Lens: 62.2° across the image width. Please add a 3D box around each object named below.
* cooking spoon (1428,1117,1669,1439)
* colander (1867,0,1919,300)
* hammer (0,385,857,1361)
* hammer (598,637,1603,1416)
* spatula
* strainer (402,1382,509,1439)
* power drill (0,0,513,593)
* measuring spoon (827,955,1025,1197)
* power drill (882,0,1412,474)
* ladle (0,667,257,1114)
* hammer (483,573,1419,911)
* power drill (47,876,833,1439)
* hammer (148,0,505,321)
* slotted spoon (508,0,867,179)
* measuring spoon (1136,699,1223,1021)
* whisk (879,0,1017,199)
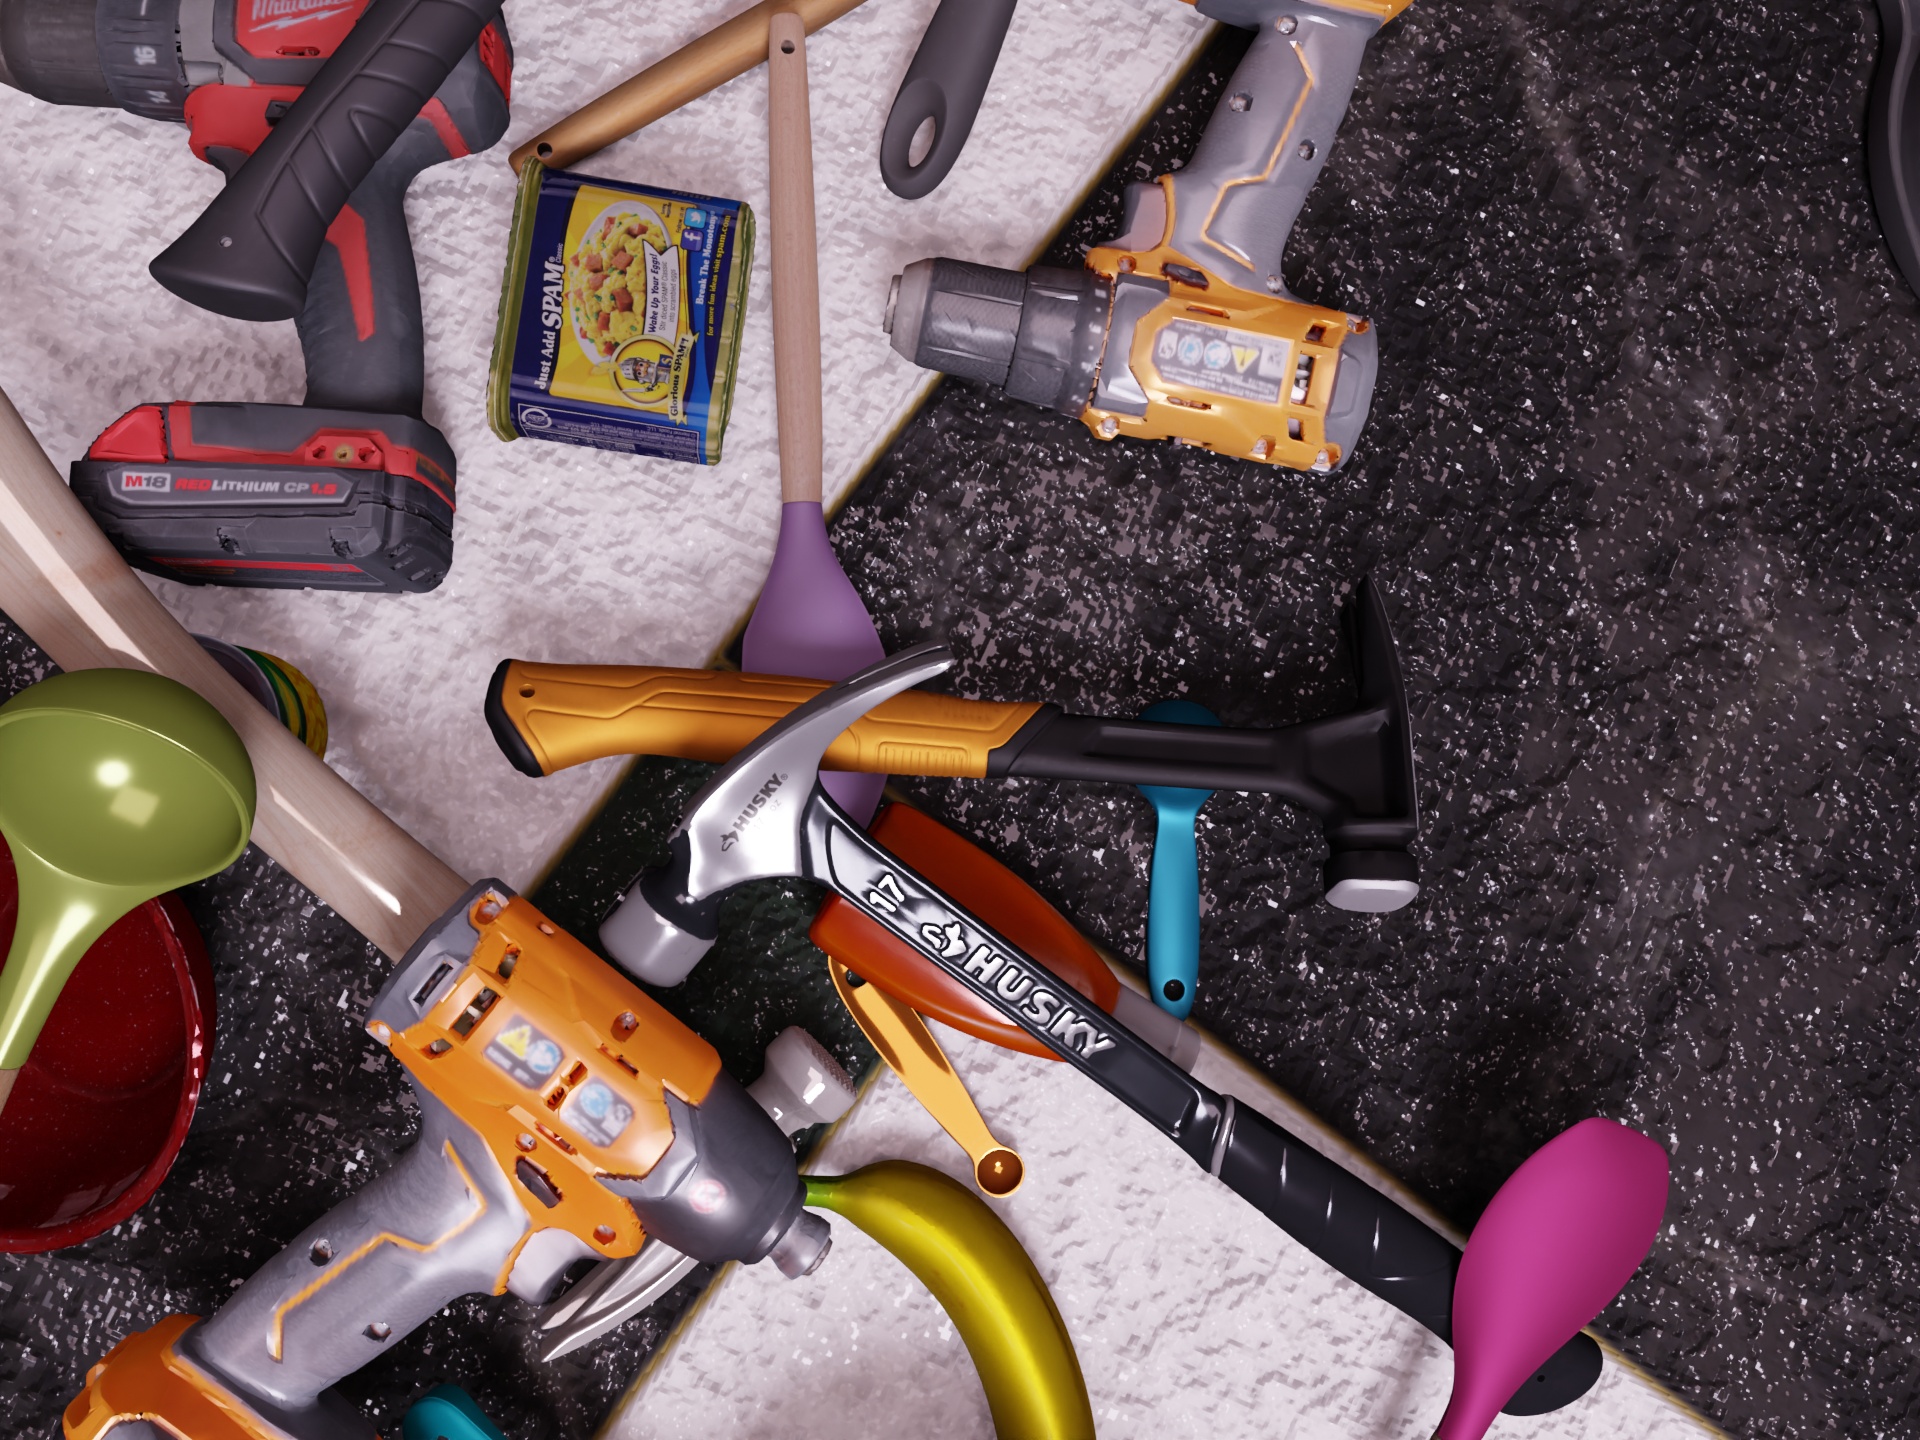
[{"bbox_3d":[0.171,0.289,0.588,0.068,0.017,0.319,25,97,-14],"label":"cooking spoon"},{"bbox_3d":[0.423,-0.295,0.626,0.397,0.094,0.204,44,85,-2],"label":"colander"},{"bbox_3d":[-0.221,0.043,0.534,0.146,0.038,0.410,-43,107,-5],"label":"hammer"},{"bbox_3d":[0.081,0.133,0.567,0.408,0.036,0.149,37,100,-14],"label":"hammer"},{"bbox_3d":[-0.059,-0.109,0.610,0.059,0.018,0.316,-3,92,-9],"label":"spatula"},{"bbox_3d":[-0.048,0.338,0.562,0.340,0.095,0.211,37,105,11],"label":"strainer"},{"bbox_3d":[-0.264,-0.166,0.575,0.188,0.080,0.227,2,84,-2],"label":"power drill"},{"bbox_3d":[-0.014,0.134,0.614,0.021,0.011,0.117,-37,87,-4],"label":"measuring spoon"},{"bbox_3d":[0.077,-0.218,0.598,0.185,0.084,0.226,10,96,-4],"label":"power drill"},{"bbox_3d":[-0.304,0.130,0.478,0.078,0.062,0.320,25,93,-21],"label":"ladle"},{"bbox_3d":[-0.001,-0.002,0.585,0.337,0.034,0.127,4,65,-4],"label":"hammer"},{"bbox_3d":[-0.159,0.186,0.503,0.164,0.084,0.226,39,87,-4],"label":"power drill"},{"bbox_3d":[-0.162,-0.275,0.545,0.146,0.035,0.335,34,80,0],"label":"hammer"},{"bbox_3d":[-0.037,-0.290,0.623,0.314,0.031,0.070,-31,98,-4],"label":"slotted spoon"},{"bbox_3d":[0.085,0.056,0.618,0.042,0.021,0.128,2,87,-5],"label":"measuring spoon"},{"bbox_3d":[0.036,-0.334,0.582,0.073,0.073,0.295,24,107,-3],"label":"whisk"}]
